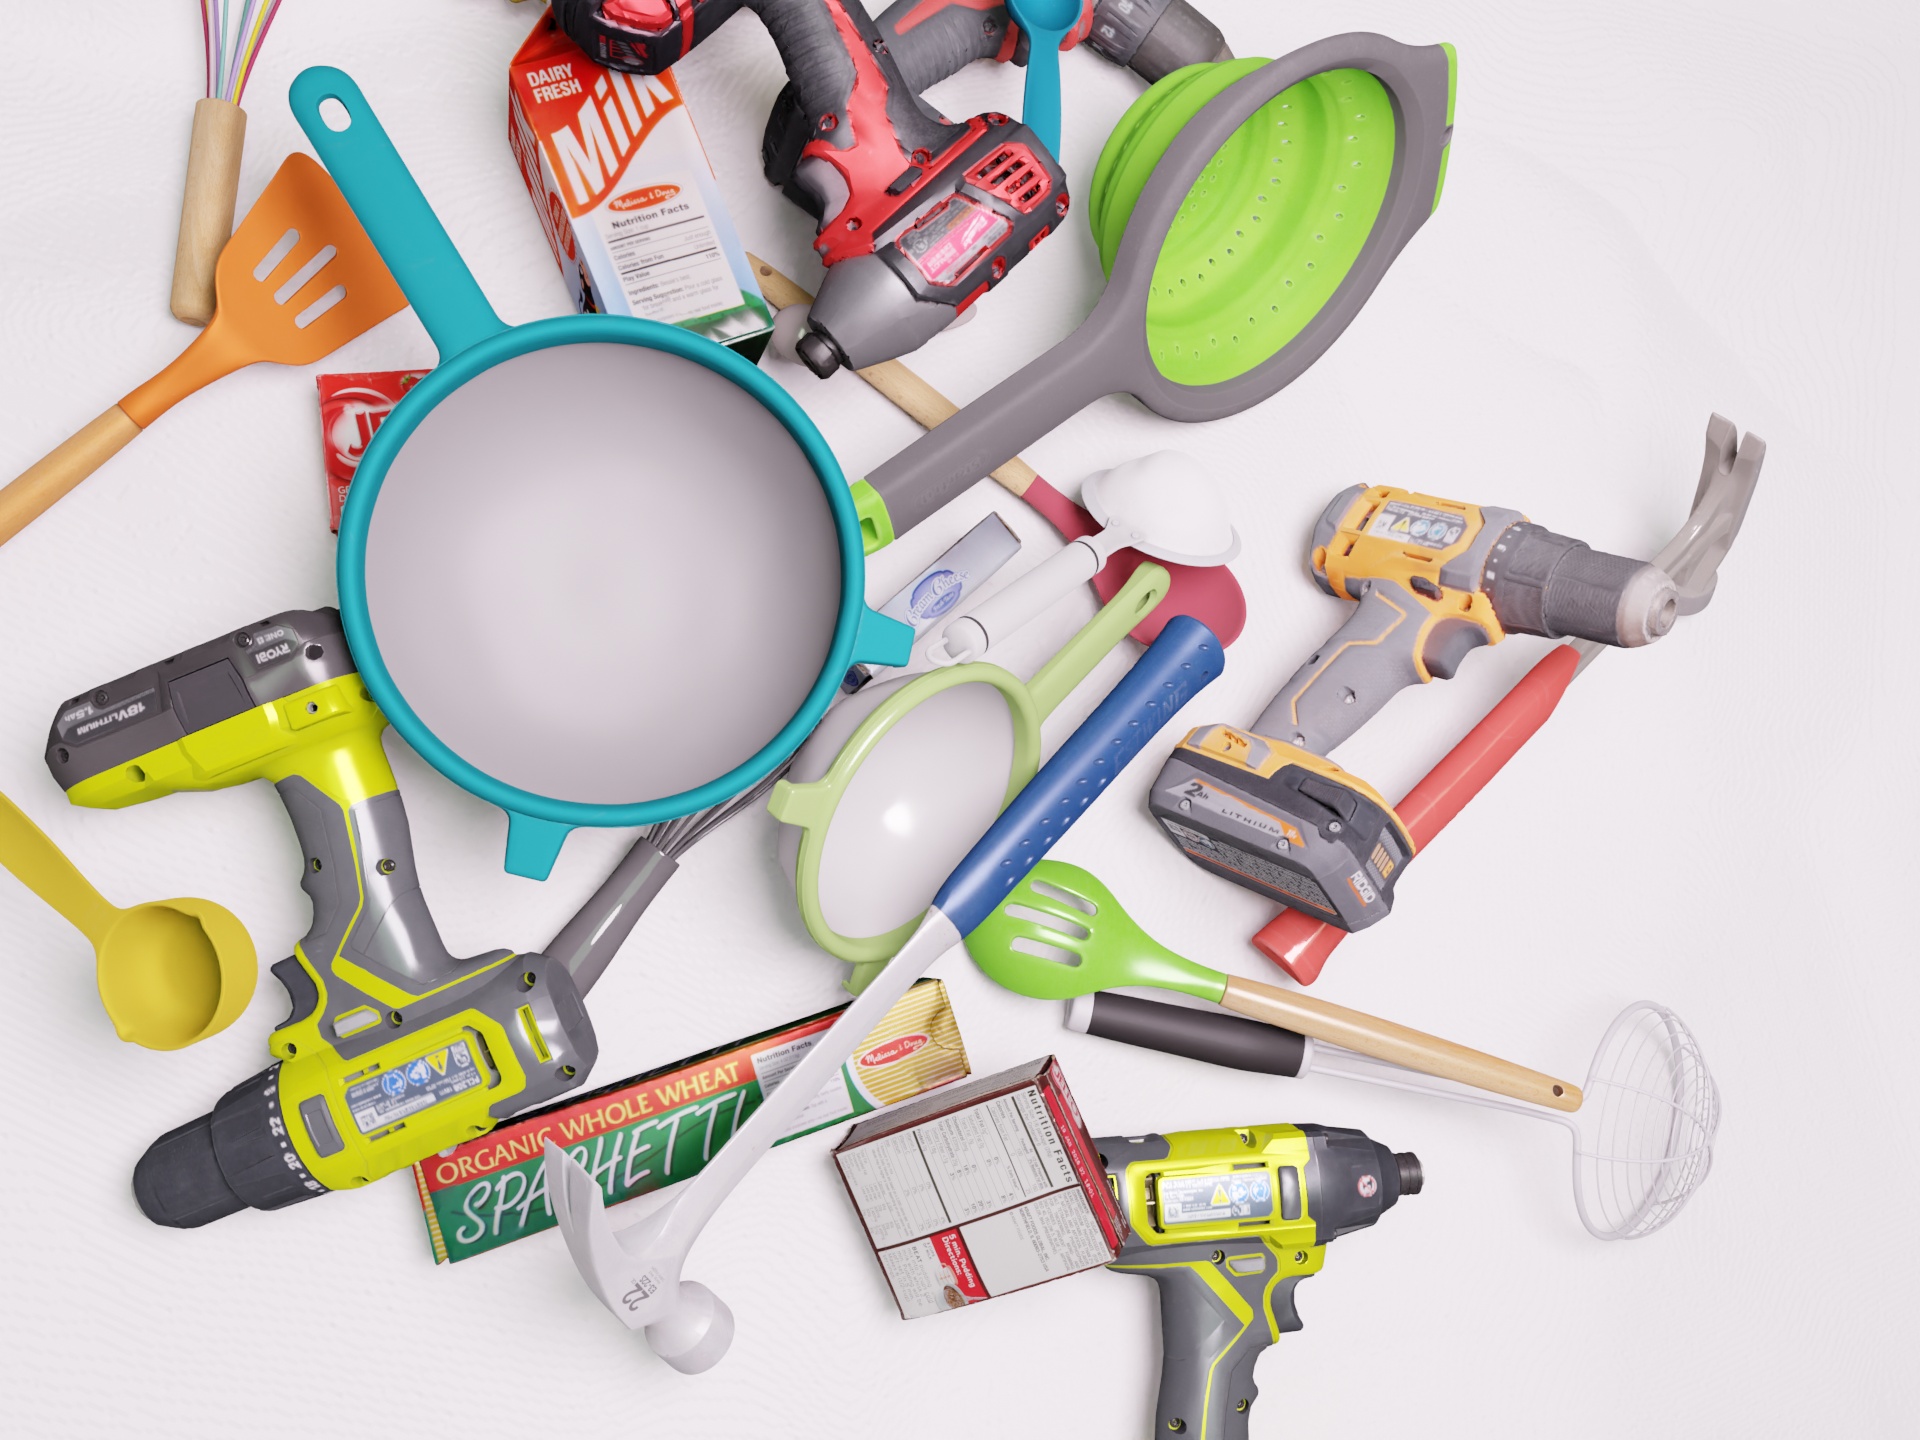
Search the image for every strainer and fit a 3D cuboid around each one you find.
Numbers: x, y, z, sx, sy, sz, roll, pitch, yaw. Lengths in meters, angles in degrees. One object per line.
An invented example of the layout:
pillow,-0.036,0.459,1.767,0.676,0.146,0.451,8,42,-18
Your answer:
strainer,0.065,-0.081,0.750,0.087,0.050,0.258,35,44,18
strainer,-0.184,-0.114,0.686,0.211,0.095,0.340,-31,92,-11
strainer,-0.001,-0.002,0.754,0.069,0.151,0.256,29,61,33

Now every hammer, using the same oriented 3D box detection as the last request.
hammer,0.287,-0.001,0.830,0.359,0.149,0.037,-43,60,-11
hammer,-0.015,0.095,0.708,0.405,0.035,0.143,-47,137,-21

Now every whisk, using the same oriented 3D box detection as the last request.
whisk,-0.331,-0.300,0.725,0.047,0.051,0.245,7,84,-21
whisk,-0.141,0.060,0.731,0.055,0.055,0.239,38,79,-8

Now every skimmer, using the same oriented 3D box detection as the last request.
skimmer,0.228,0.183,0.827,0.363,0.090,0.127,12,86,-4

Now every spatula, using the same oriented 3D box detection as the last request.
spatula,-0.379,-0.117,0.688,0.322,0.041,0.080,-43,127,-10

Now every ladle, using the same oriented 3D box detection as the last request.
ladle,0.014,-0.135,0.810,0.315,0.031,0.069,37,64,-6

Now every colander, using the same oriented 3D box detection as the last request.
colander,0.069,-0.214,0.785,0.397,0.204,0.095,-36,59,-13

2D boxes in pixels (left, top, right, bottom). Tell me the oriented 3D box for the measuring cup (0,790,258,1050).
measuring cup,-0.335,0.066,0.619,0.156,0.029,0.062,38,101,12

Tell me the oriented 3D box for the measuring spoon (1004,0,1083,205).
measuring spoon,0.035,-0.307,0.770,0.042,0.021,0.128,4,86,-26

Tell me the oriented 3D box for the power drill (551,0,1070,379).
power drill,-0.069,-0.264,0.699,0.143,0.078,0.219,-44,102,-5

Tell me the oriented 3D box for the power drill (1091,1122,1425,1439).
power drill,0.146,0.307,0.755,0.171,0.080,0.223,-2,81,-8

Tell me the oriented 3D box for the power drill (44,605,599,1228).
power drill,-0.281,0.086,0.662,0.190,0.080,0.228,-23,90,-2

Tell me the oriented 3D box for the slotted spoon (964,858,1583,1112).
slotted spoon,0.153,0.136,0.774,0.314,0.031,0.070,18,70,0

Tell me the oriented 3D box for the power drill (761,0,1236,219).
power drill,0.026,-0.330,0.816,0.188,0.080,0.227,36,72,-9

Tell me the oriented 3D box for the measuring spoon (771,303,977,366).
measuring spoon,-0.039,-0.201,0.792,0.124,0.018,0.034,-20,74,-34

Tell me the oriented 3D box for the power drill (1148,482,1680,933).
power drill,0.219,-0.011,0.776,0.226,0.185,0.084,-54,134,-14
